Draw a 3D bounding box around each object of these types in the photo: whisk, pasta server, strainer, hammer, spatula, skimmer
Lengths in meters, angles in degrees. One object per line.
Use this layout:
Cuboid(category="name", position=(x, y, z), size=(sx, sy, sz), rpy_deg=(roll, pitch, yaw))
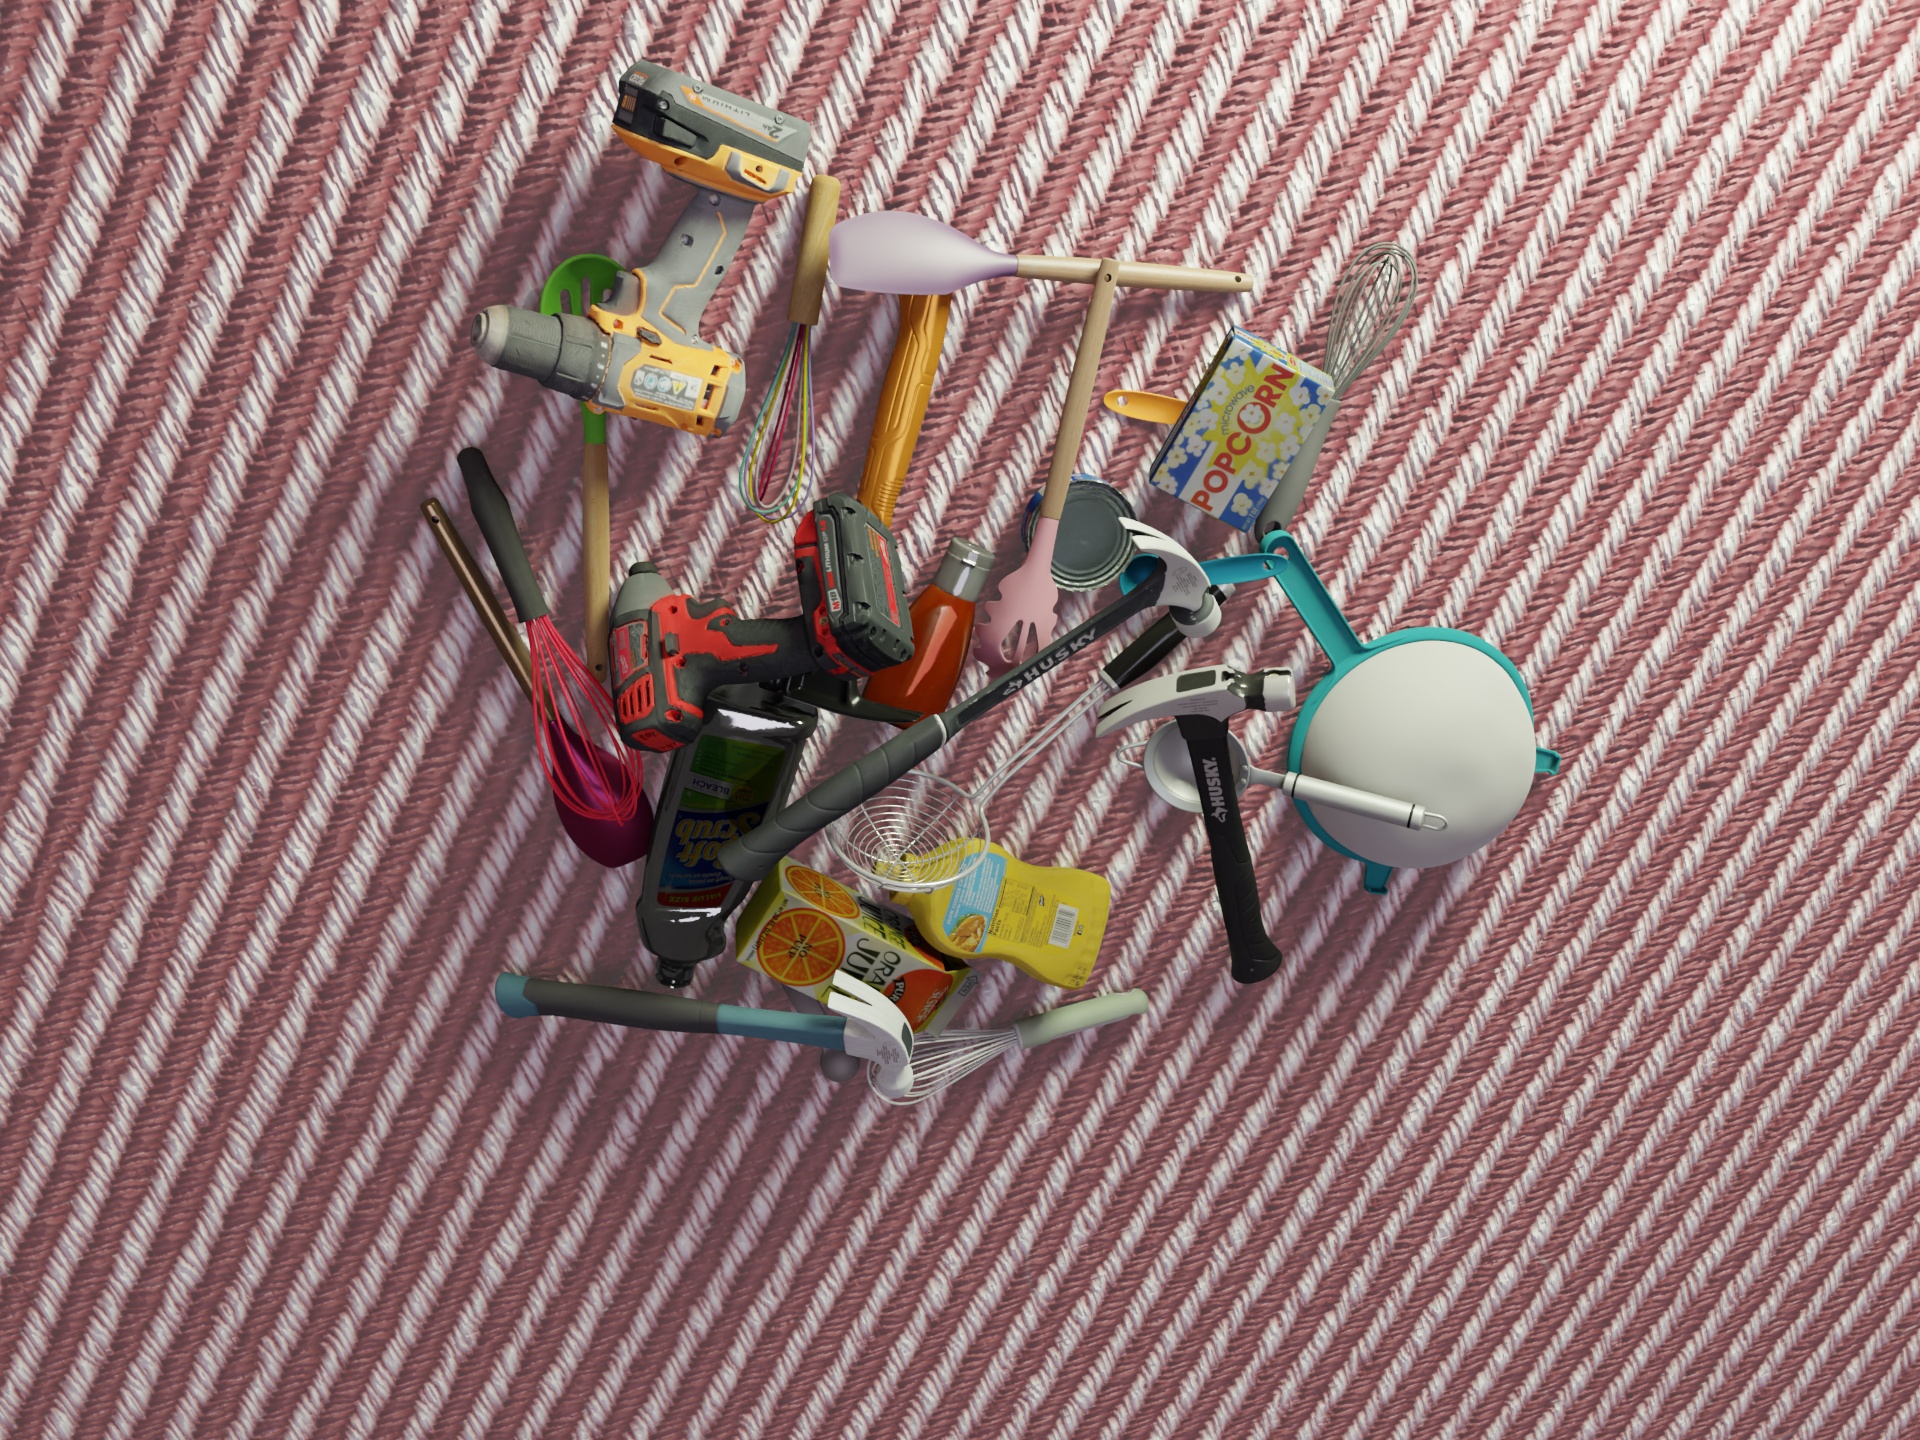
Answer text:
Cuboid(category="whisk", position=(-0.120, -0.261, 1.130), size=(0.051, 0.047, 0.245), rpy_deg=(6, 104, -23))
Cuboid(category="whisk", position=(0.041, 0.267, 1.334), size=(0.246, 0.058, 0.059), rpy_deg=(-14, 86, -7))
Cuboid(category="whisk", position=(-0.303, -0.057, 1.157), size=(0.073, 0.073, 0.295), rpy_deg=(-20, 102, -1))
Cuboid(category="pasta server", position=(0.069, -0.175, 1.156), size=(0.060, 0.040, 0.316), rpy_deg=(11, 104, -11))
Cuboid(category="strainer", position=(0.339, -0.007, 1.243), size=(0.211, 0.095, 0.340), rpy_deg=(-37, 114, 6))
Cuboid(category="hammer", position=(-0.002, -0.004, 1.148), size=(0.409, 0.036, 0.149), rpy_deg=(-33, 148, 5))
Cuboid(category="whisk", position=(0.276, -0.240, 1.191), size=(0.055, 0.055, 0.239), rpy_deg=(17, 110, -13))
Cuboid(category="spatula", position=(0.062, -0.321, 1.121), size=(0.315, 0.018, 0.060), rpy_deg=(0, 83, -17))
Cuboid(category="strainer", position=(0.251, 0.048, 1.245), size=(0.258, 0.050, 0.086), rpy_deg=(15, 121, 21))
Cuboid(category="skimmer", position=(0.059, -0.002, 1.216), size=(0.363, 0.127, 0.090), rpy_deg=(-41, 144, 1))
Cuboid(category="hammer", position=(-0.202, 0.234, 1.250), size=(0.331, 0.033, 0.128), rpy_deg=(6, 136, 6))
Cuboid(category="hammer", position=(-0.051, -0.165, 1.156), size=(0.127, 0.034, 0.337), rpy_deg=(17, 102, 9))
Cuboid(category="hammer", position=(0.204, 0.093, 1.249), size=(0.146, 0.035, 0.334), rpy_deg=(-5, 131, 16))

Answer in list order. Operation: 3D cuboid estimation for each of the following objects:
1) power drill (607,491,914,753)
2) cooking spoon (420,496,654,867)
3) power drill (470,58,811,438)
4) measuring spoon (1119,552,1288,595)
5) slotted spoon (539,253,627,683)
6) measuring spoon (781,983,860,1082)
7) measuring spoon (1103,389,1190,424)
Cuboid(category="power drill", position=(-0.152, -0.073, 1.125), size=(0.219, 0.143, 0.078), rpy_deg=(-18, 156, 19))
Cuboid(category="cooking spoon", position=(-0.320, -0.023, 1.195), size=(0.069, 0.017, 0.318), rpy_deg=(-25, 111, 0))
Cuboid(category="power drill", position=(-0.211, -0.312, 1.053), size=(0.185, 0.084, 0.226), rpy_deg=(8, 111, -35))
Cuboid(category="measuring spoon", position=(0.186, -0.114, 1.217), size=(0.128, 0.021, 0.042), rpy_deg=(-6, 108, 12))
Cuboid(category="slotted spoon", position=(-0.265, -0.175, 1.145), size=(0.070, 0.031, 0.313), rpy_deg=(-5, 113, -22))
Cuboid(category="measuring spoon", position=(-0.120, 0.253, 1.320), size=(0.034, 0.018, 0.124), rpy_deg=(-26, 110, 2))
Cuboid(category="measuring spoon", position=(0.163, -0.233, 1.195), size=(0.117, 0.011, 0.021), rpy_deg=(9, 118, -7))
